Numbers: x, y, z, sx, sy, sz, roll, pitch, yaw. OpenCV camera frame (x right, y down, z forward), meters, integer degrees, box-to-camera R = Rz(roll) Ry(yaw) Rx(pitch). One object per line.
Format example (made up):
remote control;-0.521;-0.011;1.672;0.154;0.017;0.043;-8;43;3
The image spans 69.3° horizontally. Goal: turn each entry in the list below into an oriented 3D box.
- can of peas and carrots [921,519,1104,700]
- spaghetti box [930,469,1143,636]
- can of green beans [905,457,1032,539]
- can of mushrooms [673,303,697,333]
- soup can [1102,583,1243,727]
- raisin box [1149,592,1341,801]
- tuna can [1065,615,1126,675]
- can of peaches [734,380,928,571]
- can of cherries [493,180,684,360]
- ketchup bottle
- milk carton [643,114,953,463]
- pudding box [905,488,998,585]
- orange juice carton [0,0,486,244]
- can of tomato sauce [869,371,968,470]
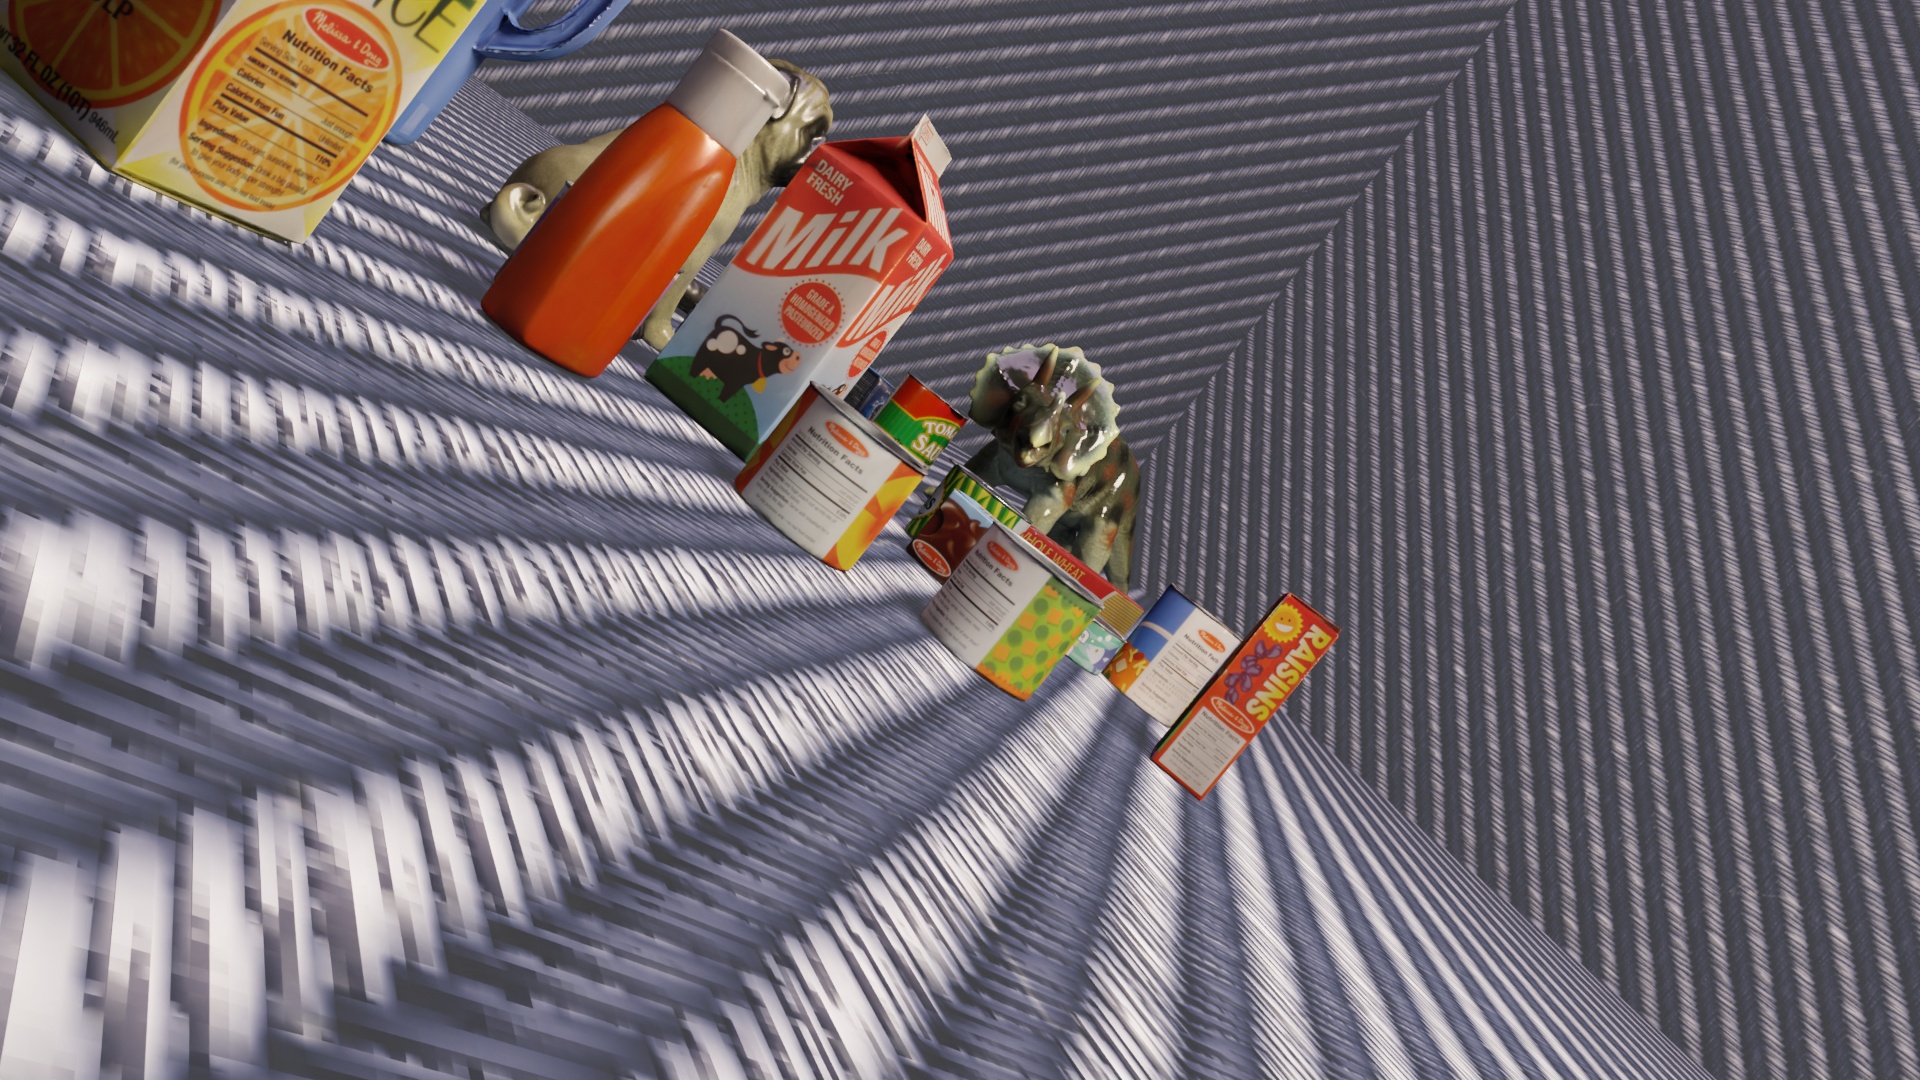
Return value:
can of peas and carrots;0.026;0.034;0.654;0.071;0.058;0.071;38;4;-3
spaghetti box;0.060;0.022;1.095;0.249;0.050;0.029;34;6;-44
can of green beans;0.005;-0.010;0.933;0.071;0.058;0.071;38;4;-3
can of mushrooms;-0.158;-0.124;0.926;0.071;0.033;0.071;38;4;-3
soup can;0.153;0.083;1.012;0.071;0.083;0.071;38;4;-3
raisin box;0.166;0.088;0.809;0.040;0.123;0.086;39;4;11
tuna can;0.080;0.062;0.971;0.071;0.033;0.071;38;4;-3
can of peaches;-0.057;-0.028;0.618;0.071;0.058;0.071;38;4;-3
can of cherries;-0.173;-0.124;0.650;0.071;0.058;0.071;38;4;-3
ketchup bottle;-0.128;-0.137;0.567;0.043;0.148;0.064;40;4;18
milk carton;-0.070;-0.133;0.722;0.073;0.190;0.072;39;4;9
pudding box;0.013;0.013;0.817;0.084;0.049;0.030;42;5;35
orange juice carton;-0.178;-0.188;0.395;0.072;0.192;0.073;40;4;14
can of tomato sauce;-0.043;-0.091;1.192;0.071;0.083;0.071;38;4;-3
